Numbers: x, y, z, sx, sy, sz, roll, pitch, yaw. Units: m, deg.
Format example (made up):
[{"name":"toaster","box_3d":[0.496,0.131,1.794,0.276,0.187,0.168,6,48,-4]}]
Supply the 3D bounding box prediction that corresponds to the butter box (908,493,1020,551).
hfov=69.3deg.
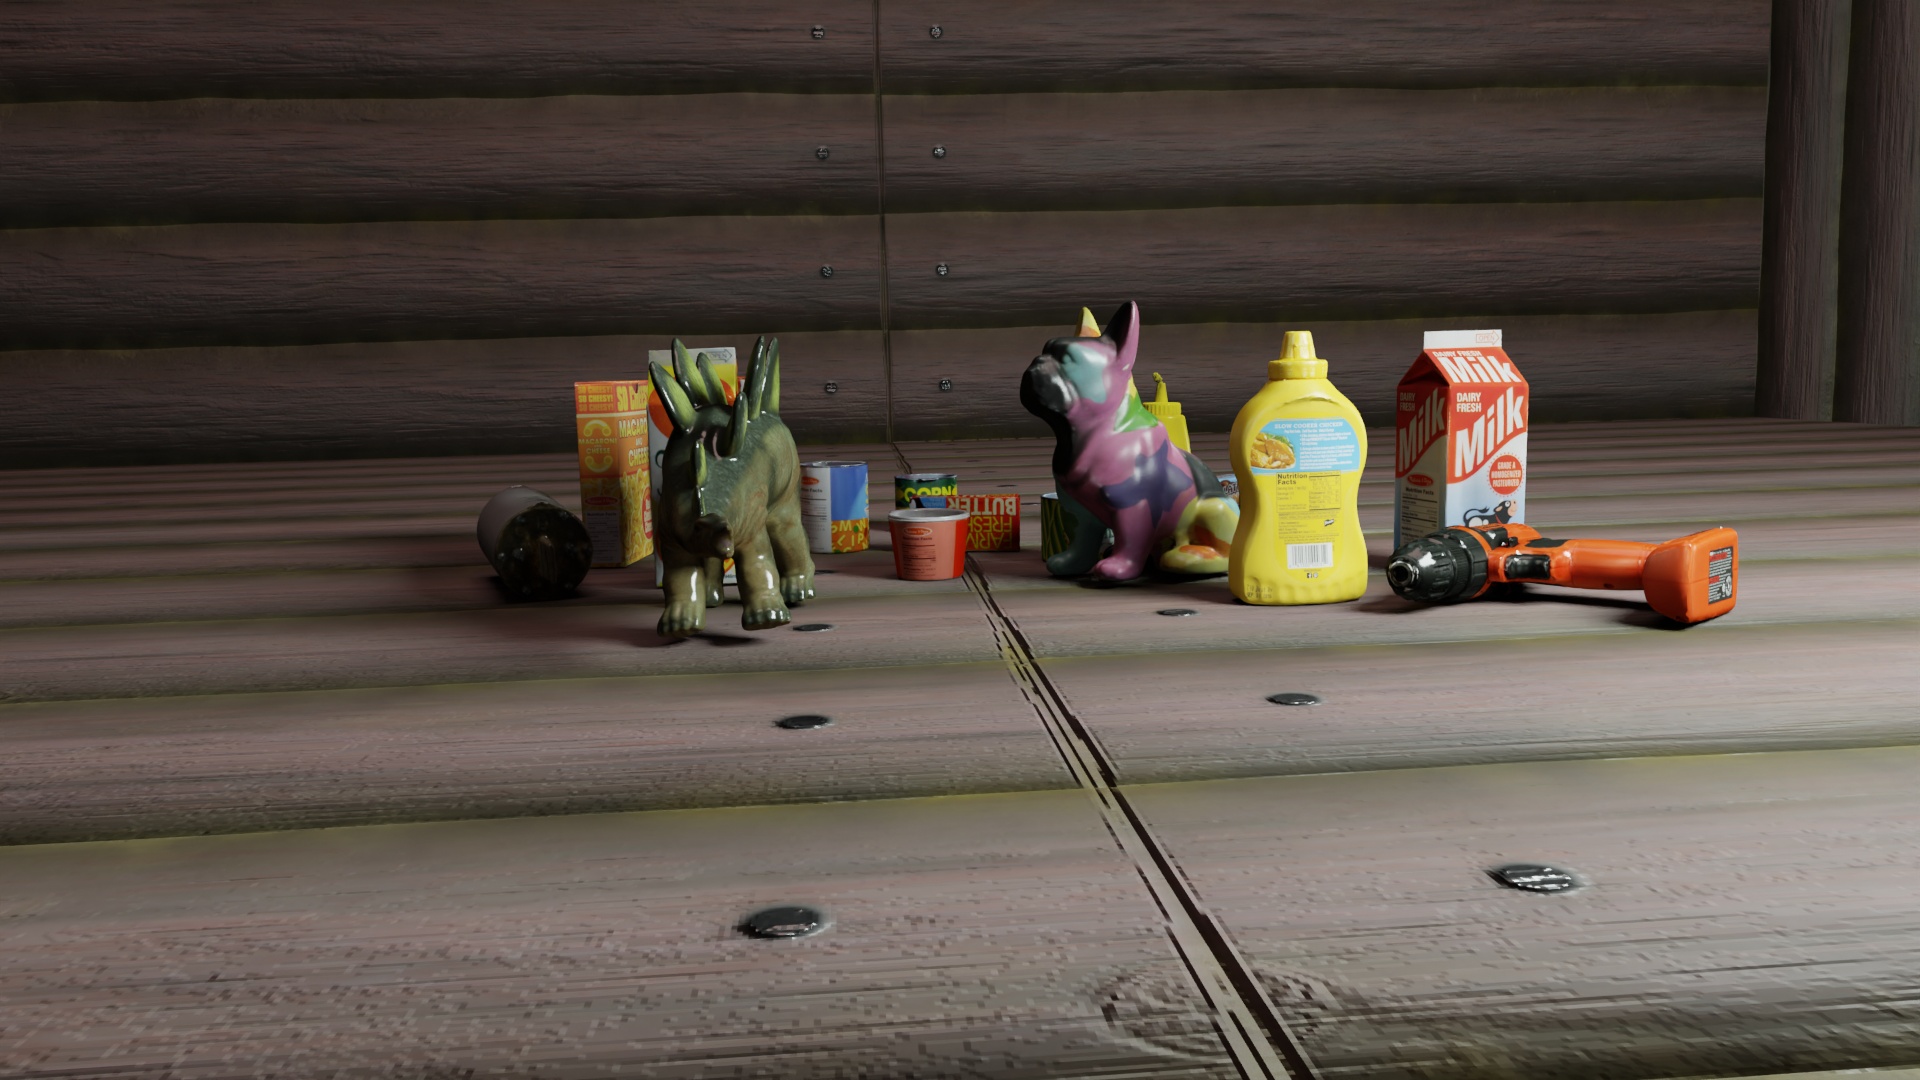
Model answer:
[{"name":"butter box","box_3d":[0.005,-0.016,1.293,0.103,0.053,0.024,-1,7,6]}]

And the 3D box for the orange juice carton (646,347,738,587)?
[{"name":"orange juice carton","box_3d":[-0.216,-0.061,1.142,0.072,0.192,0.073,-2,7,-7]}]

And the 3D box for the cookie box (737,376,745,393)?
[{"name":"cookie box","box_3d":[-0.240,-0.083,1.412,0.040,0.167,0.123,-7,9,-41]}]

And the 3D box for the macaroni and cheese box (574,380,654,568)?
[{"name":"macaroni and cheese box","box_3d":[-0.317,-0.065,1.291,0.040,0.166,0.124,-1,7,2]}]

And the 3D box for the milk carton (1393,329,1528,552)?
[{"name":"milk carton","box_3d":[0.393,-0.069,1.092,0.072,0.190,0.073,-3,7,-16]}]

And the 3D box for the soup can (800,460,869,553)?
[{"name":"soup can","box_3d":[-0.118,-0.033,1.327,0.071,0.083,0.071,-1,7,0]}]

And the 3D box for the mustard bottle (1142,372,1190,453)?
[{"name":"mustard bottle","box_3d":[0.204,-0.089,1.401,0.049,0.160,0.065,-5,8,-25]}]

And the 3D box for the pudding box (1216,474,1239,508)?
[{"name":"pudding box","box_3d":[0.265,-0.043,1.458,0.084,0.049,0.030,-7,9,-36]}]

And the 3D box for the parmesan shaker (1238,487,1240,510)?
[{"name":"parmesan shaker","box_3d":[0.284,-0.045,1.264,0.071,0.103,0.071,-1,7,0]}]

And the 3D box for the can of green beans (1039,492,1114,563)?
[{"name":"can of green beans","box_3d":[0.103,-0.012,1.219,0.071,0.057,0.071,-1,7,0]}]

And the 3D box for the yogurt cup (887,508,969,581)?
[{"name":"yogurt cup","box_3d":[-0.026,0.003,1.146,0.072,0.054,0.072,-1,7,0]}]

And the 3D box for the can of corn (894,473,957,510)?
[{"name":"can of corn","box_3d":[-0.036,-0.039,1.455,0.071,0.058,0.071,-1,7,0]}]
